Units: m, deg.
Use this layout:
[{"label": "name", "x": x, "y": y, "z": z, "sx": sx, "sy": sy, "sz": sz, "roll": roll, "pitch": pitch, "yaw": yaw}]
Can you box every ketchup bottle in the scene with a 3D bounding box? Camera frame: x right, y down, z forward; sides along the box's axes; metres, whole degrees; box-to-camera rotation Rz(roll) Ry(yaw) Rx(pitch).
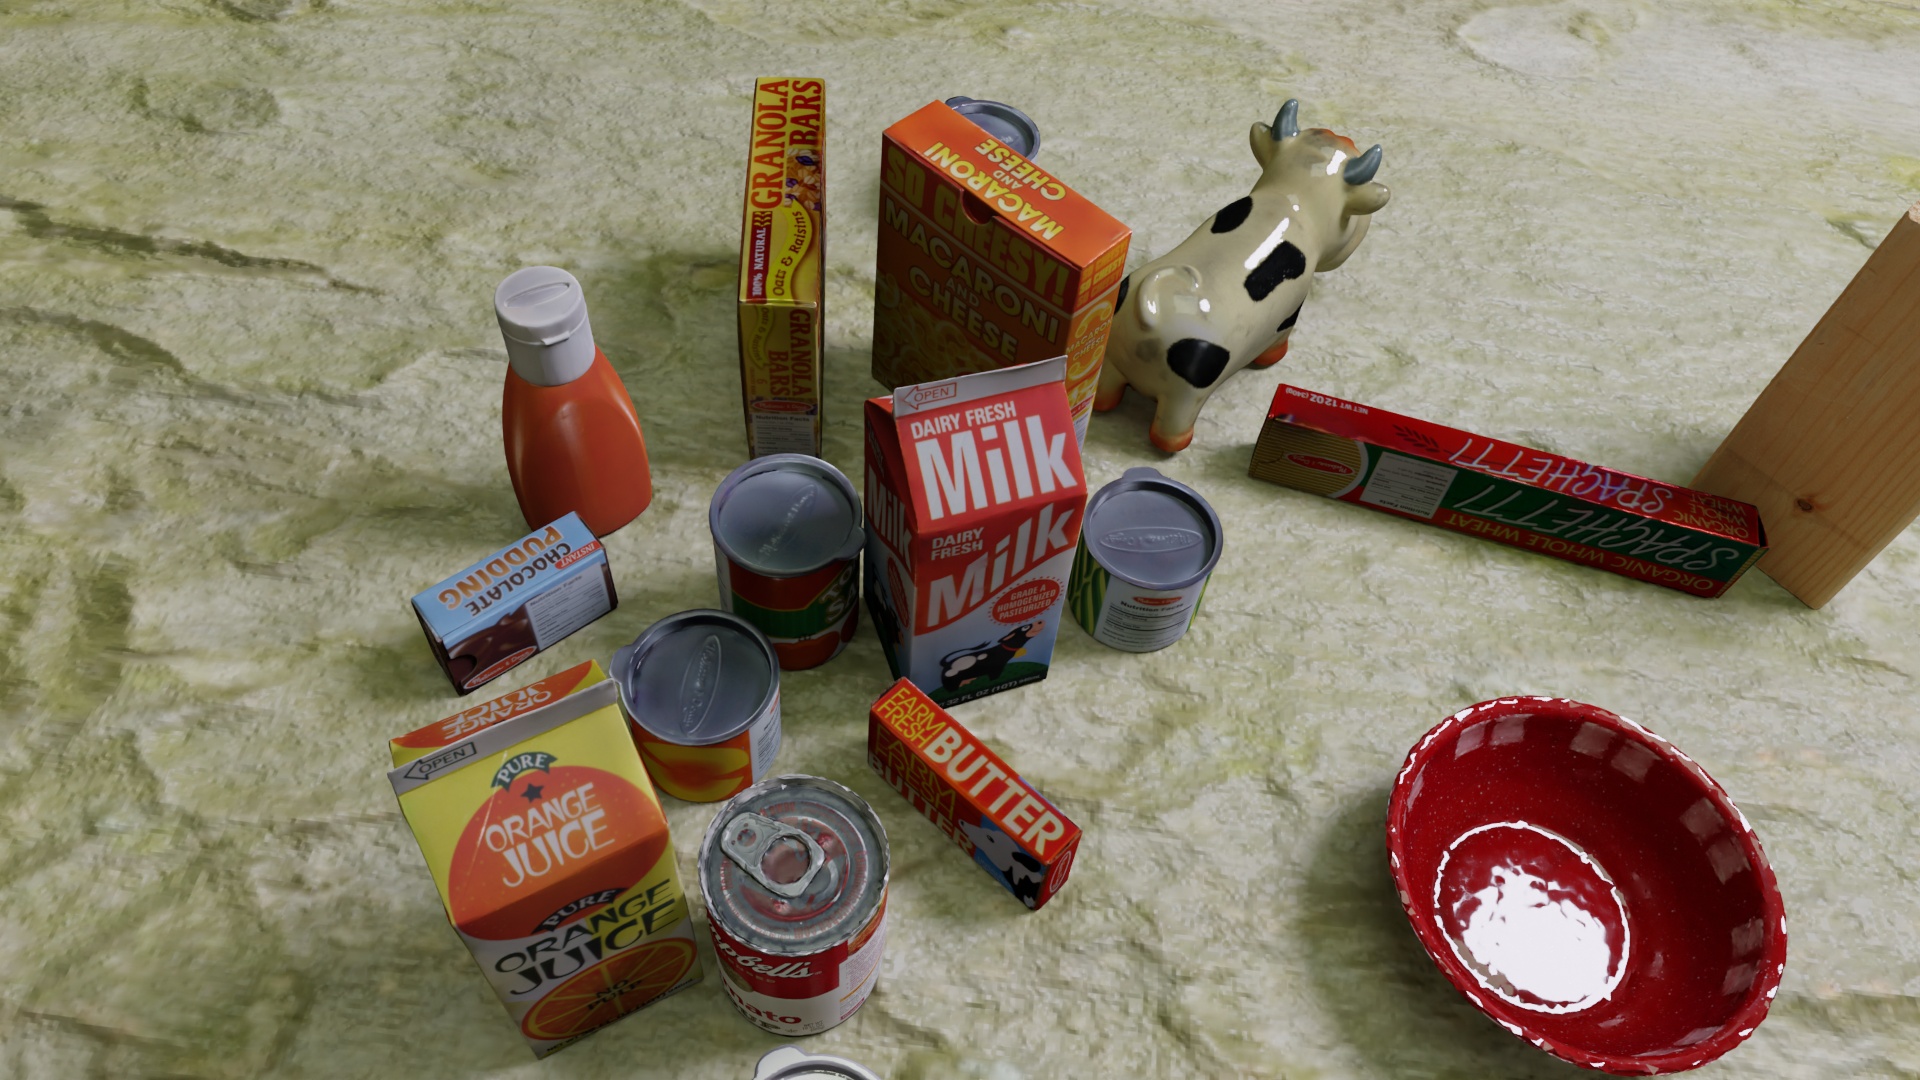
[{"label": "ketchup bottle", "x": -0.181, "y": -0.059, "z": 0.637, "sx": 0.065, "sy": 0.148, "sz": 0.044, "roll": -23, "pitch": 60, "yaw": -20}]

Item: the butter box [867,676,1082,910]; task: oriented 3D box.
[{"label": "butter box", "x": 0.003, "y": 0.108, "z": 0.592, "sx": 0.103, "sy": 0.052, "sz": 0.024, "roll": 39, "pitch": 60, "yaw": 21}]

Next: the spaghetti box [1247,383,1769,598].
[{"label": "spaghetti box", "x": 0.277, "y": -0.025, "z": 0.716, "sx": 0.250, "sy": 0.050, "sz": 0.029, "roll": 15, "pitch": 55, "yaw": 6}]

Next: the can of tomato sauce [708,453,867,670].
[{"label": "can of tomato sauce", "x": -0.077, "y": 0.012, "z": 0.636, "sx": 0.071, "sy": 0.082, "sz": 0.071, "roll": 3, "pitch": 54, "yaw": -3}]

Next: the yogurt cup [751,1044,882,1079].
[{"label": "yogurt cup", "x": -0.053, "y": 0.227, "z": 0.501, "sx": 0.072, "sy": 0.053, "sz": 0.073, "roll": 3, "pitch": 54, "yaw": -3}]

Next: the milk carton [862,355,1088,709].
[{"label": "milk carton", "x": 0.002, "y": -0.007, "z": 0.591, "sx": 0.072, "sy": 0.189, "sz": 0.074, "roll": -14, "pitch": 57, "yaw": -14}]

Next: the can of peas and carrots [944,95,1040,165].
[{"label": "can of peas and carrots", "x": 0.010, "y": -0.219, "z": 0.826, "sx": 0.071, "sy": 0.058, "sz": 0.071, "roll": 3, "pitch": 54, "yaw": -3}]

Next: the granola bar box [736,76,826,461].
[{"label": "granola bar box", "x": -0.090, "y": -0.137, "z": 0.717, "sx": 0.039, "sy": 0.123, "sz": 0.166, "roll": 1, "pitch": 54, "yaw": -5}]

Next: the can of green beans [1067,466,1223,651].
[{"label": "can of green beans", "x": 0.087, "y": 0.012, "z": 0.667, "sx": 0.071, "sy": 0.057, "sz": 0.071, "roll": 3, "pitch": 54, "yaw": -3}]

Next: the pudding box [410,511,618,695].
[{"label": "pudding box", "x": -0.201, "y": 0.028, "z": 0.633, "sx": 0.084, "sy": 0.049, "sz": 0.030, "roll": -33, "pitch": 63, "yaw": -25}]

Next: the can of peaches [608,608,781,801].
[{"label": "can of peaches", "x": -0.114, "y": 0.072, "z": 0.604, "sx": 0.071, "sy": 0.057, "sz": 0.071, "roll": 3, "pitch": 54, "yaw": -3}]

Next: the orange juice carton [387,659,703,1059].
[{"label": "orange juice carton", "x": -0.144, "y": 0.110, "z": 0.492, "sx": 0.072, "sy": 0.191, "sz": 0.073, "roll": -22, "pitch": 59, "yaw": -19}]

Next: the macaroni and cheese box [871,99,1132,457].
[{"label": "macaroni and cheese box", "x": 0.013, "y": -0.112, "z": 0.682, "sx": 0.124, "sy": 0.165, "sz": 0.040, "roll": 39, "pitch": 60, "yaw": 21}]
